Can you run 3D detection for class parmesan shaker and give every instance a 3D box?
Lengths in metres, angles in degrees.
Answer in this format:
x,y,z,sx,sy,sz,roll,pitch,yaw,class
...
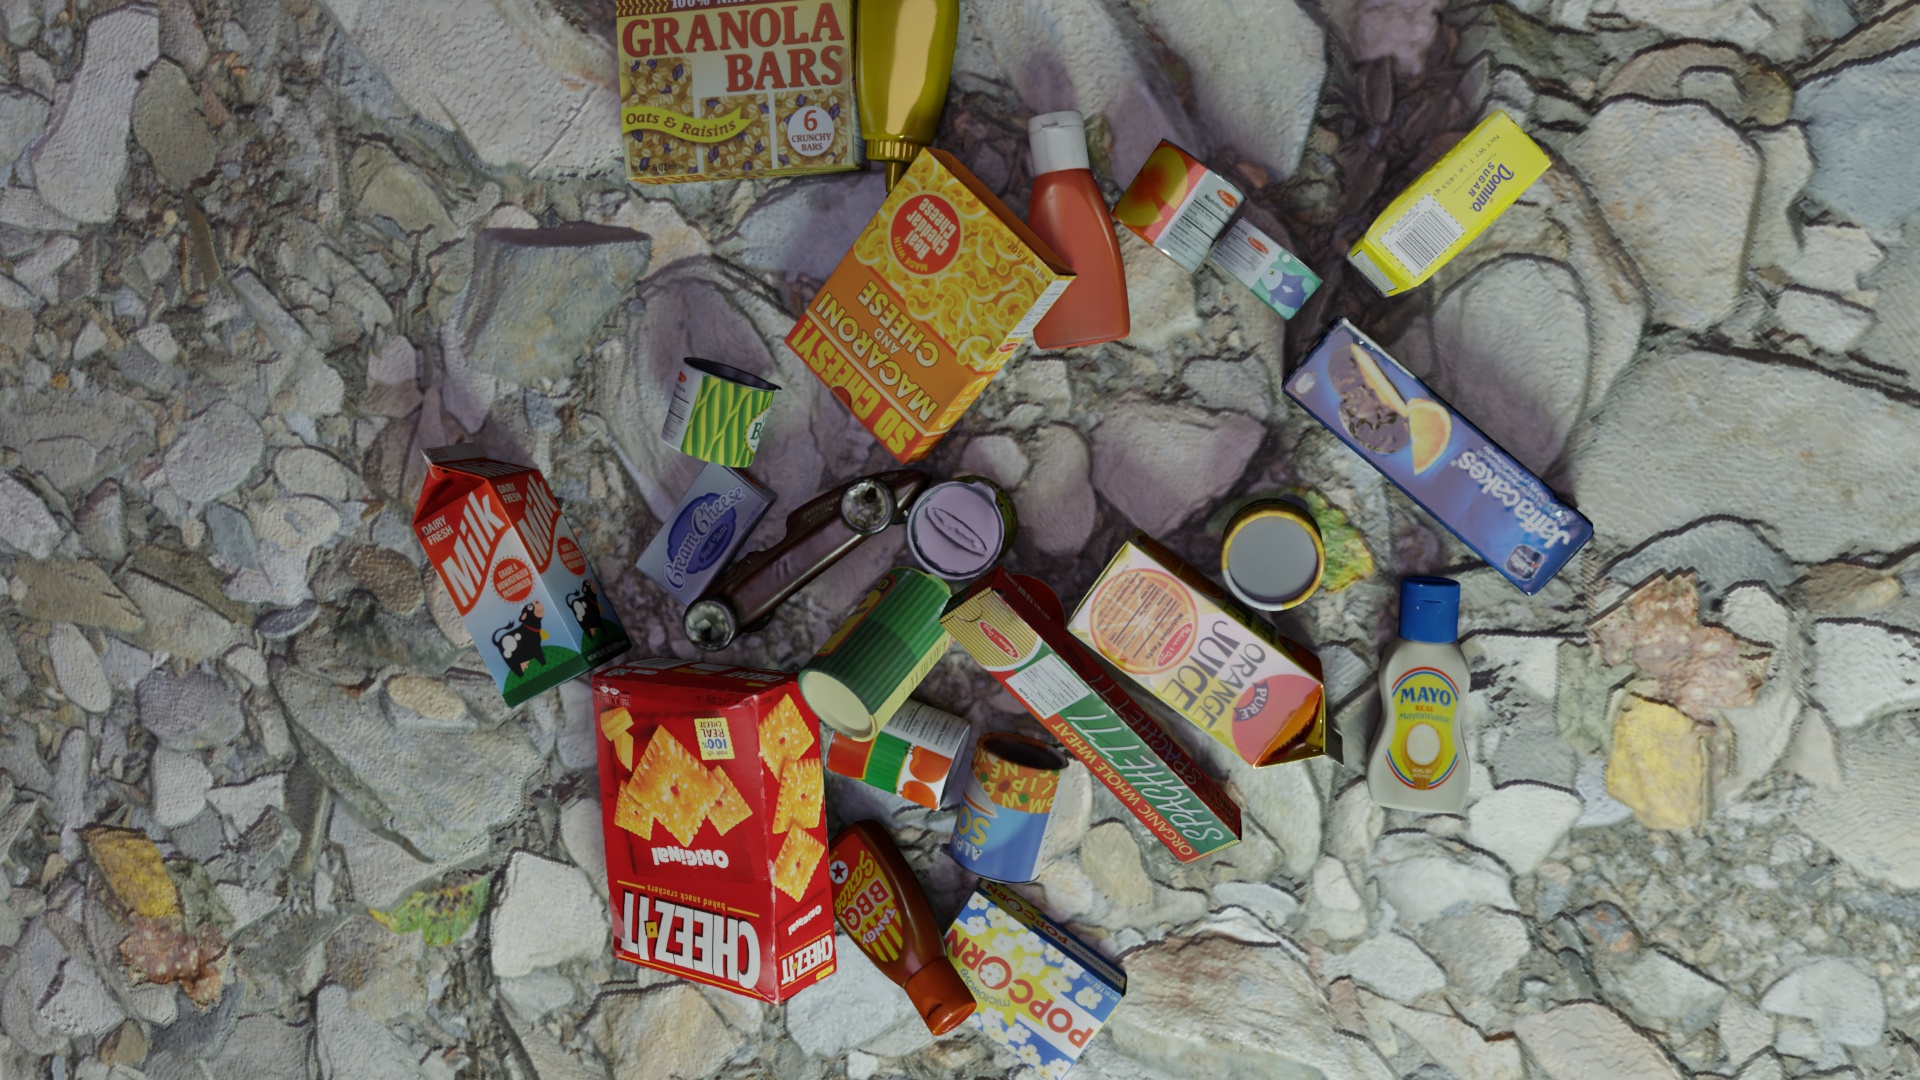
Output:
x,y,z,sx,sy,sz,roll,pitch,yaw,class
-0.052,0.073,0.923,0.071,0.103,0.071,25,141,22,parmesan shaker

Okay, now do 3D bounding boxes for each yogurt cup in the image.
x,y,z,sx,sy,sz,roll,pitch,yaw,class
0.034,0.059,0.938,0.072,0.054,0.072,1,97,12,yogurt cup

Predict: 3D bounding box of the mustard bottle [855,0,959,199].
x,y,z,sx,sy,sz,roll,pitch,yaw,class
-0.039,-0.299,0.913,0.065,0.049,0.160,9,99,11,mustard bottle

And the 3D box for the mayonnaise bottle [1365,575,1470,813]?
x,y,z,sx,sy,sz,roll,pitch,yaw,class
0.297,0.098,0.893,0.065,0.041,0.147,3,98,14,mayonnaise bottle

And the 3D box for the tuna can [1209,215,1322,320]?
x,y,z,sx,sy,sz,roll,pitch,yaw,class
0.192,-0.170,0.872,0.071,0.071,0.032,40,105,5,tuna can

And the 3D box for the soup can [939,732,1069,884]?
x,y,z,sx,sy,sz,roll,pitch,yaw,class
0.030,0.181,0.947,0.071,0.071,0.083,16,100,10,soup can

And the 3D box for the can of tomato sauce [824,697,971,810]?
x,y,z,sx,sy,sz,roll,pitch,yaw,class
-0.043,0.143,0.960,0.083,0.071,0.071,20,101,9,can of tomato sauce

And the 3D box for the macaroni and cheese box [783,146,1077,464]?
x,y,z,sx,sy,sz,roll,pitch,yaw,class
-0.024,-0.151,0.909,0.124,0.040,0.166,46,114,12,macaroni and cheese box

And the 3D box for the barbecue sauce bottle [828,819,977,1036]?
x,y,z,sx,sy,sz,roll,pitch,yaw,class
-0.044,0.268,0.958,0.064,0.044,0.149,-49,61,17,barbecue sauce bottle

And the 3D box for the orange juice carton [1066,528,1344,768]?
x,y,z,sx,sy,sz,roll,pitch,yaw,class
0.169,0.079,0.902,0.193,0.072,0.073,36,103,6,orange juice carton

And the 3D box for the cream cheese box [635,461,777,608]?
x,y,z,sx,sy,sz,roll,pitch,yaw,class
-0.182,-0.006,0.992,0.053,0.024,0.103,39,103,6,cream cheese box

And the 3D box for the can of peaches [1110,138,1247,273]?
x,y,z,sx,sy,sz,roll,pitch,yaw,class
0.136,-0.212,0.878,0.071,0.071,0.058,37,104,6,can of peaches

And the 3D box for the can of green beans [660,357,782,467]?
x,y,z,sx,sy,sz,roll,pitch,yaw,class
-0.167,-0.088,0.958,0.071,0.071,0.057,21,102,9,can of green beans

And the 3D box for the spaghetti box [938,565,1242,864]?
x,y,z,sx,sy,sz,roll,pitch,yaw,class
0.088,0.118,0.901,0.050,0.029,0.249,-34,109,33,spaghetti box

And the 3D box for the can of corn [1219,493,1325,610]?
x,y,z,sx,sy,sz,roll,pitch,yaw,class
0.202,0.006,0.893,0.071,0.058,0.071,2,98,12,can of corn

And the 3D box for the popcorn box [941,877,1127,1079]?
x,y,z,sx,sy,sz,roll,pitch,yaw,class
0.042,0.307,0.975,0.127,0.038,0.085,35,103,6,popcorn box

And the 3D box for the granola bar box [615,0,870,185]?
x,y,z,sx,sy,sz,roll,pitch,yaw,class
-0.148,-0.309,0.940,0.165,0.039,0.124,0,97,12,granola bar box

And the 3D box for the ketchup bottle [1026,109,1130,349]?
x,y,z,sx,sy,sz,roll,pitch,yaw,class
0.071,-0.201,0.904,0.065,0.043,0.148,-6,95,16,ketchup bottle

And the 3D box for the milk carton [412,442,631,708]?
x,y,z,sx,sy,sz,roll,pitch,yaw,class
-0.324,0.016,1.001,0.073,0.072,0.190,-27,90,15,milk carton

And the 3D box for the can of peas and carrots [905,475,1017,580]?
x,y,z,sx,sy,sz,roll,pitch,yaw,class
0.003,-0.012,0.934,0.071,0.059,0.071,1,97,12,can of peas and carrots
